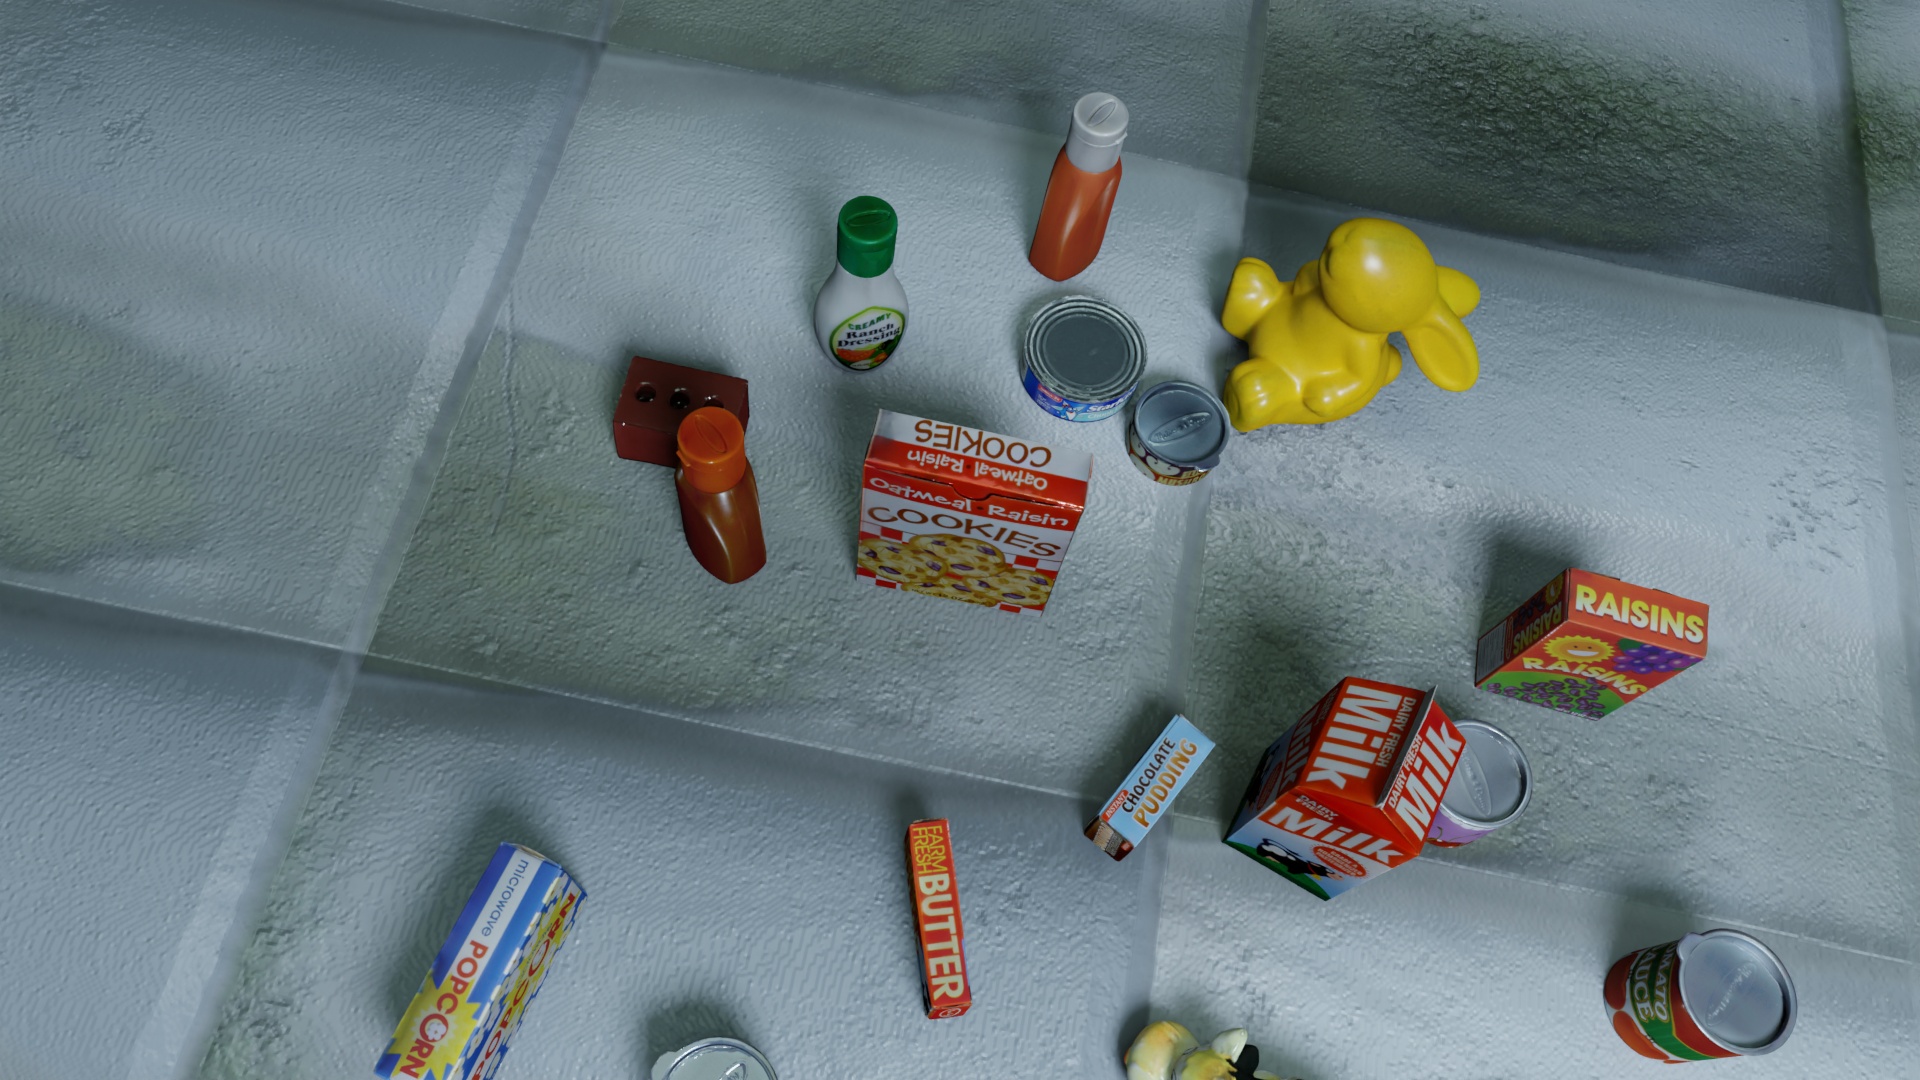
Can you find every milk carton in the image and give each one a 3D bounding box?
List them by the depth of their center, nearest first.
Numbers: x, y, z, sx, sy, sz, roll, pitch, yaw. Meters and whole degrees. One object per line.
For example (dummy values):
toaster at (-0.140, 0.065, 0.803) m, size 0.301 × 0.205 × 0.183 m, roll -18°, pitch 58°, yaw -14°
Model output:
milk carton at (0.214, 0.137, 0.769) m, size 0.073 × 0.189 × 0.072 m, roll 29°, pitch 66°, yaw 7°

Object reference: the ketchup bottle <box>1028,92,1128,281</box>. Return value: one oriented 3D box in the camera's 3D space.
ketchup bottle at (0.084, -0.242, 0.952) m, size 0.043 × 0.148 × 0.065 m, roll 38°, pitch 68°, yaw 11°

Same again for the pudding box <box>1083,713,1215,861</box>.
pudding box at (0.113, 0.148, 0.830) m, size 0.030 × 0.049 × 0.084 m, roll 39°, pitch 67°, yaw 11°

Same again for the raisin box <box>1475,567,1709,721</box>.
raisin box at (0.386, 0.066, 0.857) m, size 0.086 × 0.123 × 0.040 m, roll 16°, pitch 65°, yaw 1°

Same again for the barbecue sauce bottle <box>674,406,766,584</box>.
barbecue sauce bottle at (-0.145, -0.028, 0.829) m, size 0.044 × 0.148 × 0.065 m, roll -33°, pitch 73°, yaw -18°

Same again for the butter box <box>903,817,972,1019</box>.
butter box at (-0.014, 0.214, 0.784) m, size 0.024 × 0.053 × 0.104 m, roll -5°, pitch 66°, yaw -8°

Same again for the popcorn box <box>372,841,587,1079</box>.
popcorn box at (-0.249, 0.231, 0.734) m, size 0.038 × 0.085 × 0.127 m, roll 23°, pitch 65°, yaw 4°

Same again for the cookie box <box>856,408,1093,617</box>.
cookie box at (0.003, -0.010, 0.826) m, size 0.123 × 0.166 × 0.040 m, roll 11°, pitch 65°, yaw -1°

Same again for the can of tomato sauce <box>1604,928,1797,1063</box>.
can of tomato sauce at (0.417, 0.261, 0.793) m, size 0.071 × 0.082 × 0.071 m, roll 2°, pitch 65°, yaw -5°

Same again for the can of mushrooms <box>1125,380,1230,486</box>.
can of mushrooms at (0.148, -0.070, 0.943) m, size 0.071 × 0.033 × 0.071 m, roll 2°, pitch 65°, yaw -5°

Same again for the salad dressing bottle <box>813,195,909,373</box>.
salad dressing bottle at (-0.063, -0.164, 0.901) m, size 0.064 × 0.147 × 0.044 m, roll -14°, pitch 68°, yaw -12°

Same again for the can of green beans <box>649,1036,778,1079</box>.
can of green beans at (-0.127, 0.298, 0.731) m, size 0.071 × 0.057 × 0.071 m, roll 2°, pitch 65°, yaw -5°

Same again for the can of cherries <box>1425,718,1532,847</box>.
can of cherries at (0.301, 0.148, 0.845) m, size 0.071 × 0.058 × 0.072 m, roll 2°, pitch 65°, yaw -5°
